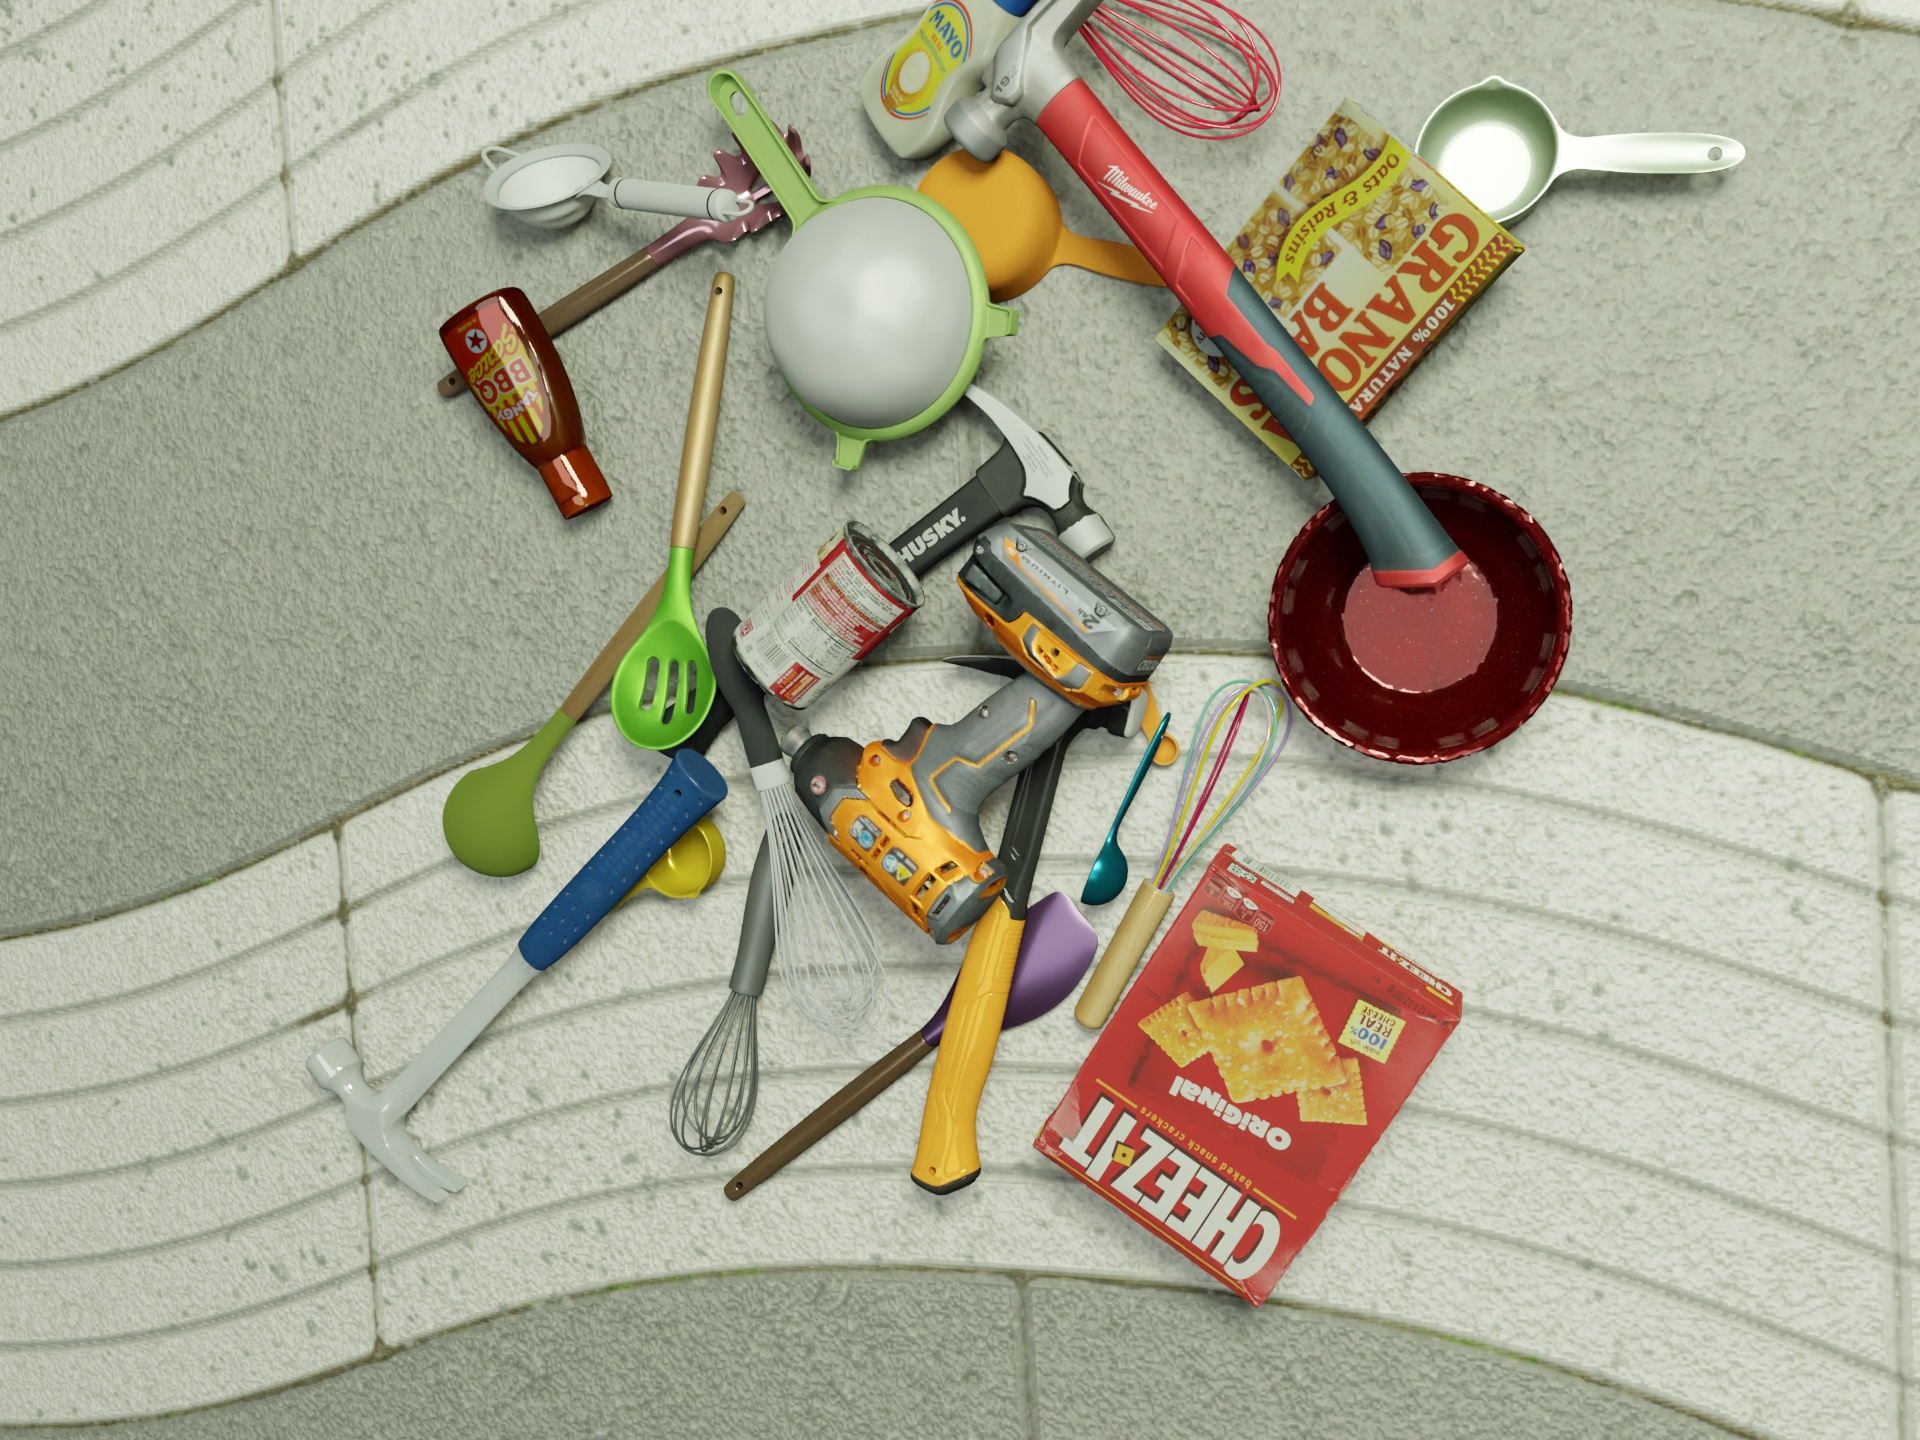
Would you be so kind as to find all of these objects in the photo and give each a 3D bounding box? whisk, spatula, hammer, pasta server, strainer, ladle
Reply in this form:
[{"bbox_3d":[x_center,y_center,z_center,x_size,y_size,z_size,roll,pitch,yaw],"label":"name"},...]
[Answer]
[{"bbox_3d":[0.065,-0.430,0.937,0.296,0.073,0.073,39,104,18],"label":"whisk"},{"bbox_3d":[-0.038,0.222,1.030,0.316,0.018,0.060,-40,81,15],"label":"spatula"},{"bbox_3d":[-0.075,-0.079,1.014,0.334,0.035,0.146,-35,84,17],"label":"hammer"},{"bbox_3d":[-0.293,0.171,1.081,0.405,0.035,0.144,-45,81,21],"label":"hammer"},{"bbox_3d":[-0.227,-0.293,1.046,0.316,0.040,0.060,-26,90,19],"label":"pasta server"},{"bbox_3d":[-0.144,0.175,1.049,0.055,0.055,0.239,16,94,16],"label":"whisk"},{"bbox_3d":[-0.218,-0.331,1.005,0.259,0.087,0.050,21,144,38],"label":"strainer"},{"bbox_3d":[0.016,0.127,0.984,0.127,0.034,0.337,15,95,21],"label":"hammer"},{"bbox_3d":[0.155,-0.237,0.864,0.143,0.038,0.386,-41,82,25],"label":"hammer"},{"bbox_3d":[-0.111,0.065,1.004,0.070,0.070,0.284,-17,92,18],"label":"whisk"},{"bbox_3d":[0.127,0.081,0.957,0.051,0.047,0.245,30,105,14],"label":"whisk"},{"bbox_3d":[-0.243,-0.024,1.074,0.078,0.062,0.320,41,97,13],"label":"ladle"},{"bbox_3d":[-0.091,-0.285,0.943,0.151,0.069,0.256,-36,83,27],"label":"strainer"}]

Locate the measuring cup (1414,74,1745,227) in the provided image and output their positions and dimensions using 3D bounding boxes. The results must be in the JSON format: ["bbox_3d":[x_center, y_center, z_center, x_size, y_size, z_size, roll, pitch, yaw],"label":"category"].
[{"bbox_3d":[0.334,-0.305,0.868,0.167,0.038,0.083,5,95,15],"label":"measuring cup"}]

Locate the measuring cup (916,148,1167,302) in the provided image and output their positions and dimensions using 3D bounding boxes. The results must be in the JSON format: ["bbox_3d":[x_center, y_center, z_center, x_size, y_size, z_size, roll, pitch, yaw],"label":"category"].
[{"bbox_3d":[0.051,-0.289,0.949,0.174,0.052,0.095,19,99,18],"label":"measuring cup"}]

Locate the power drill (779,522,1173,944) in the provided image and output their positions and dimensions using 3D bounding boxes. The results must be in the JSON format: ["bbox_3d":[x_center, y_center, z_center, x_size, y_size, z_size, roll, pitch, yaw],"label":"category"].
[{"bbox_3d":[-0.001,-0.003,0.932,0.164,0.084,0.226,41,107,16],"label":"power drill"}]

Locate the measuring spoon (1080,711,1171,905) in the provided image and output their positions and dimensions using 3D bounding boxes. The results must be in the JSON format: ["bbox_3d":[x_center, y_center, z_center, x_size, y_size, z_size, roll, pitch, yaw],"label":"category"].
[{"bbox_3d":[0.107,0.057,0.959,0.021,0.042,0.128,25,101,12],"label":"measuring spoon"}]

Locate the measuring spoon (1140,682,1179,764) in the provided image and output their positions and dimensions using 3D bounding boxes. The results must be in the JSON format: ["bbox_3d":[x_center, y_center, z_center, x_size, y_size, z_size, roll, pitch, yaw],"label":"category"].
[{"bbox_3d":[0.106,-0.027,0.974,0.021,0.011,0.117,-27,82,27],"label":"measuring spoon"}]

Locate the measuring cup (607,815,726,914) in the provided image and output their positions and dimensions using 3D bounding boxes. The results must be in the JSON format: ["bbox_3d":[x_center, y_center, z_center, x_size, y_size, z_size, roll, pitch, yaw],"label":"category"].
[{"bbox_3d":[-0.221,0.110,1.081,0.156,0.029,0.062,-30,84,26],"label":"measuring cup"}]

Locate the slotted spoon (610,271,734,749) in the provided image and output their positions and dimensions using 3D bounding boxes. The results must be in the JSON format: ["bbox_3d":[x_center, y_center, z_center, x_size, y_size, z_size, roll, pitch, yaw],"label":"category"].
[{"bbox_3d":[-0.173,-0.136,1.026,0.070,0.031,0.314,7,87,11],"label":"slotted spoon"}]
